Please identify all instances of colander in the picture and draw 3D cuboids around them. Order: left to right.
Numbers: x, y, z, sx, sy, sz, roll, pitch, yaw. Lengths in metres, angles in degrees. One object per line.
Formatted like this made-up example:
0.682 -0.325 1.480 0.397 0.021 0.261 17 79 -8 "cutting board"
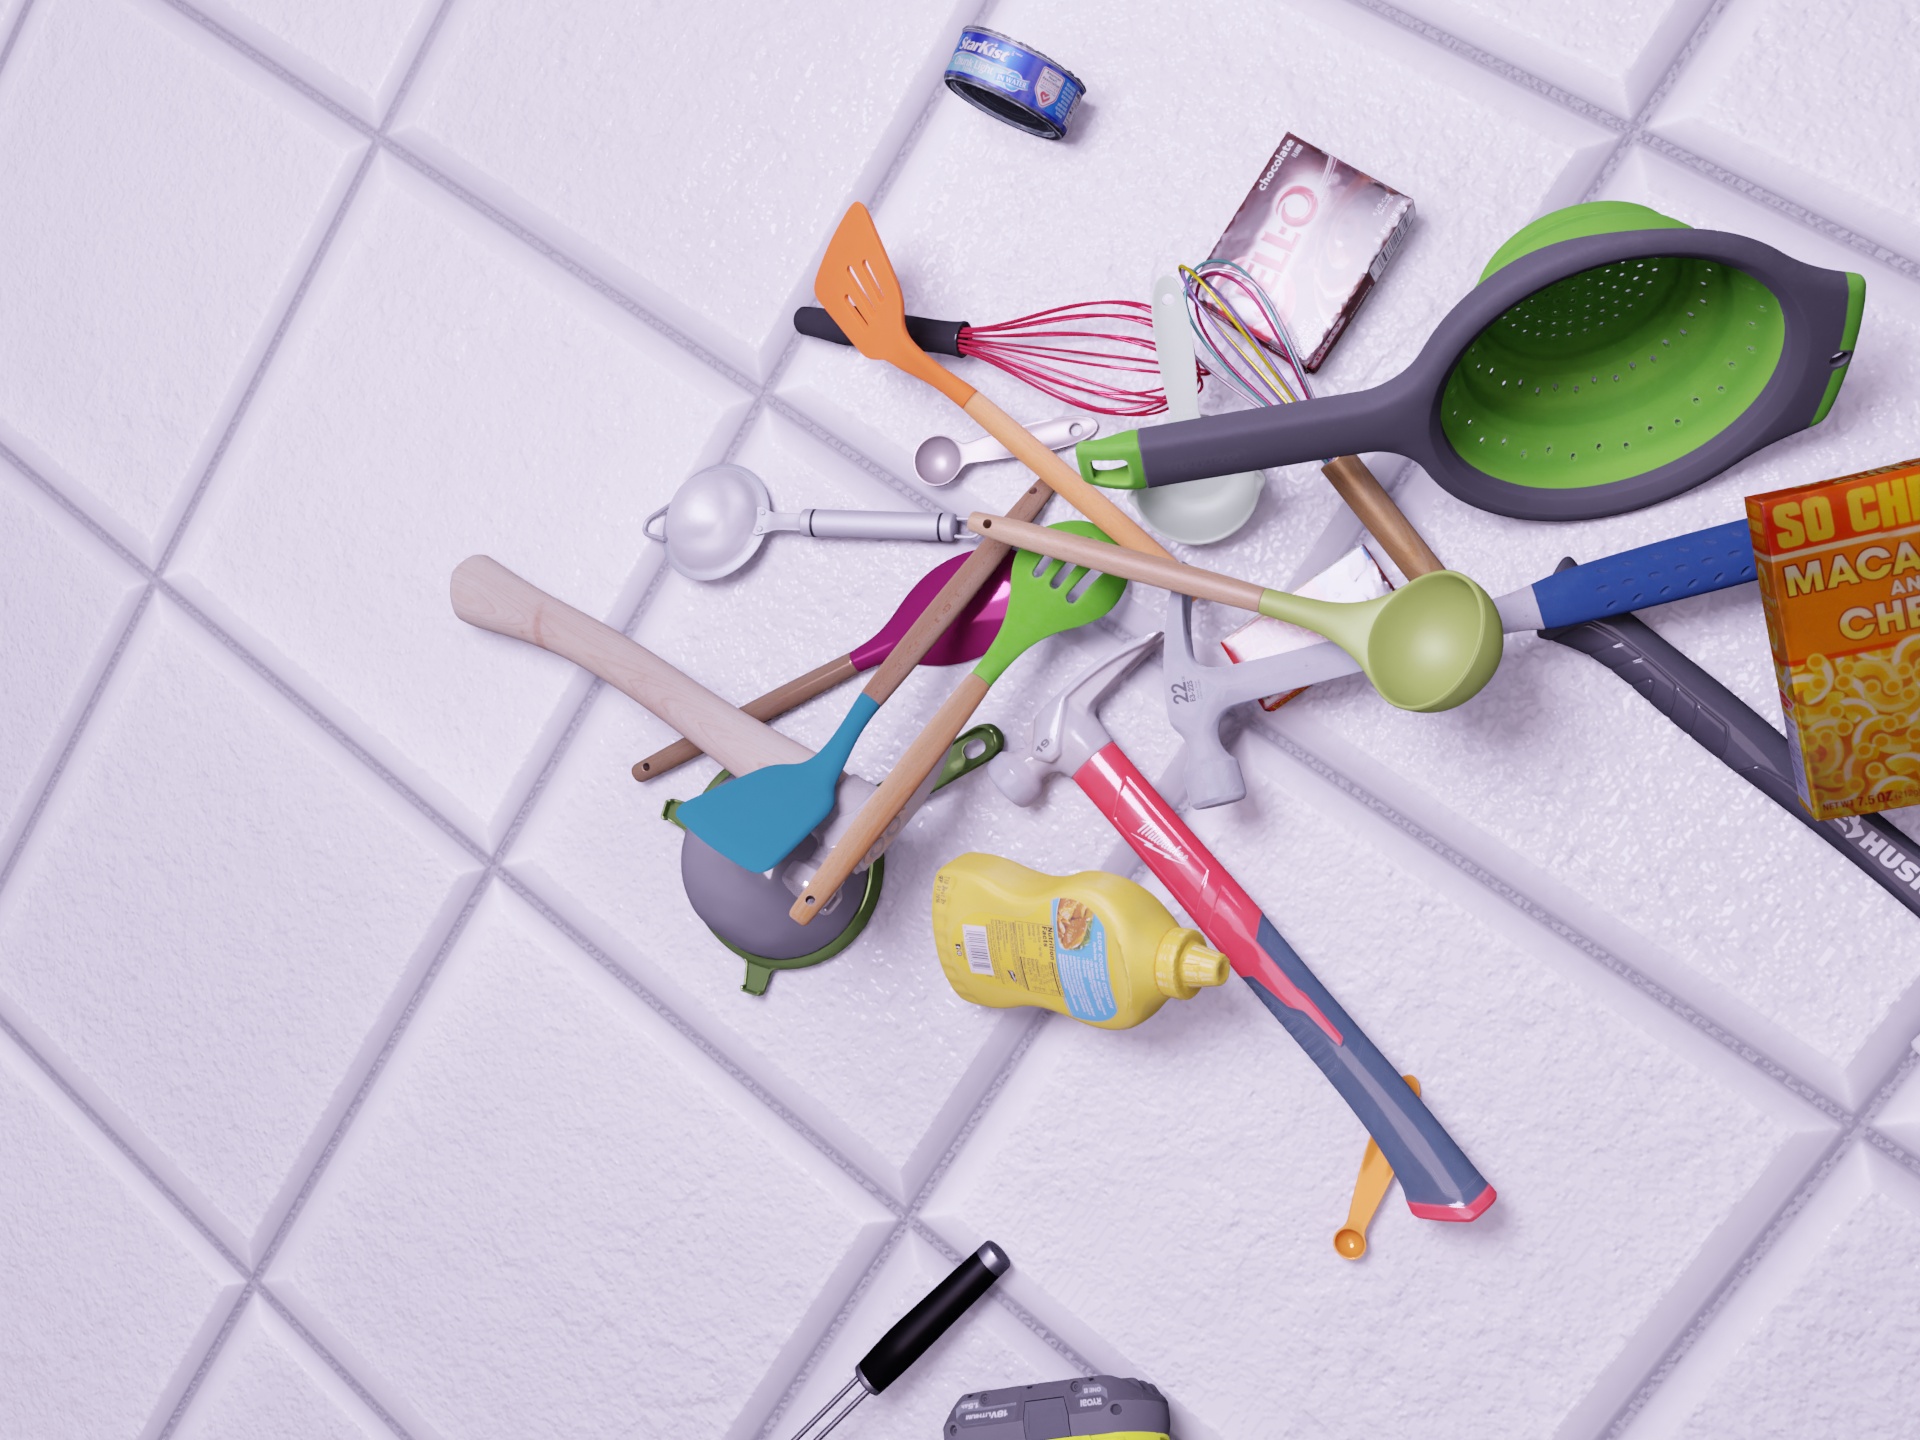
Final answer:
0.258 -0.196 0.864 0.397 0.204 0.095 -8 56 11 "colander"

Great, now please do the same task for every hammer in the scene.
-0.195 -0.027 1.072 0.411 0.038 0.146 30 71 28 "hammer"
0.186 0.125 0.949 0.143 0.038 0.386 -44 74 13 "hammer"
0.306 -0.066 0.877 0.405 0.035 0.144 -15 82 19 "hammer"
0.452 0.027 0.857 0.335 0.035 0.146 44 104 16 "hammer"

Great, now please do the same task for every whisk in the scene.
0.019 -0.241 1.013 0.296 0.073 0.073 14 94 25 "whisk"
0.206 -0.172 0.931 0.051 0.047 0.245 -39 92 -23 "whisk"

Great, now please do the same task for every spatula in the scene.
-0.042 -0.037 0.980 0.082 0.044 0.317 30 76 35 "spatula"
0.030 -0.187 0.987 0.322 0.041 0.081 41 139 2 "spatula"

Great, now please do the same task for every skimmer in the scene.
-0.096 0.473 1.060 0.363 0.090 0.127 -45 72 4 "skimmer"

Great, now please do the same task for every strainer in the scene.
-0.109 -0.135 1.070 0.258 0.050 0.087 4 76 17 "strainer"
-0.088 0.069 1.041 0.256 0.069 0.151 -30 79 19 "strainer"

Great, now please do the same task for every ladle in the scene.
0.142 -0.077 0.891 0.320 0.062 0.078 18 88 23 "ladle"

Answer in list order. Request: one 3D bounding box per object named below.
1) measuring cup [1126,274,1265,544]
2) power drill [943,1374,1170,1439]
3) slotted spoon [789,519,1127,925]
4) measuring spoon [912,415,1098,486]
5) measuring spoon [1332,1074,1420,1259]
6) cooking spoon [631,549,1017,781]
0.133 -0.185 0.938 0.083 0.038 0.167 -6 122 13 "measuring cup"
0.059 0.510 0.925 0.171 0.080 0.223 -17 56 20 "power drill"
-0.002 -0.003 0.965 0.070 0.031 0.314 36 78 9 "slotted spoon"
0.030 -0.177 1.033 0.124 0.018 0.034 -10 84 13 "measuring spoon"
0.248 0.265 0.945 0.021 0.011 0.117 20 93 19 "measuring spoon"
-0.092 -0.028 1.071 0.319 0.017 0.069 -26 79 18 "cooking spoon"
